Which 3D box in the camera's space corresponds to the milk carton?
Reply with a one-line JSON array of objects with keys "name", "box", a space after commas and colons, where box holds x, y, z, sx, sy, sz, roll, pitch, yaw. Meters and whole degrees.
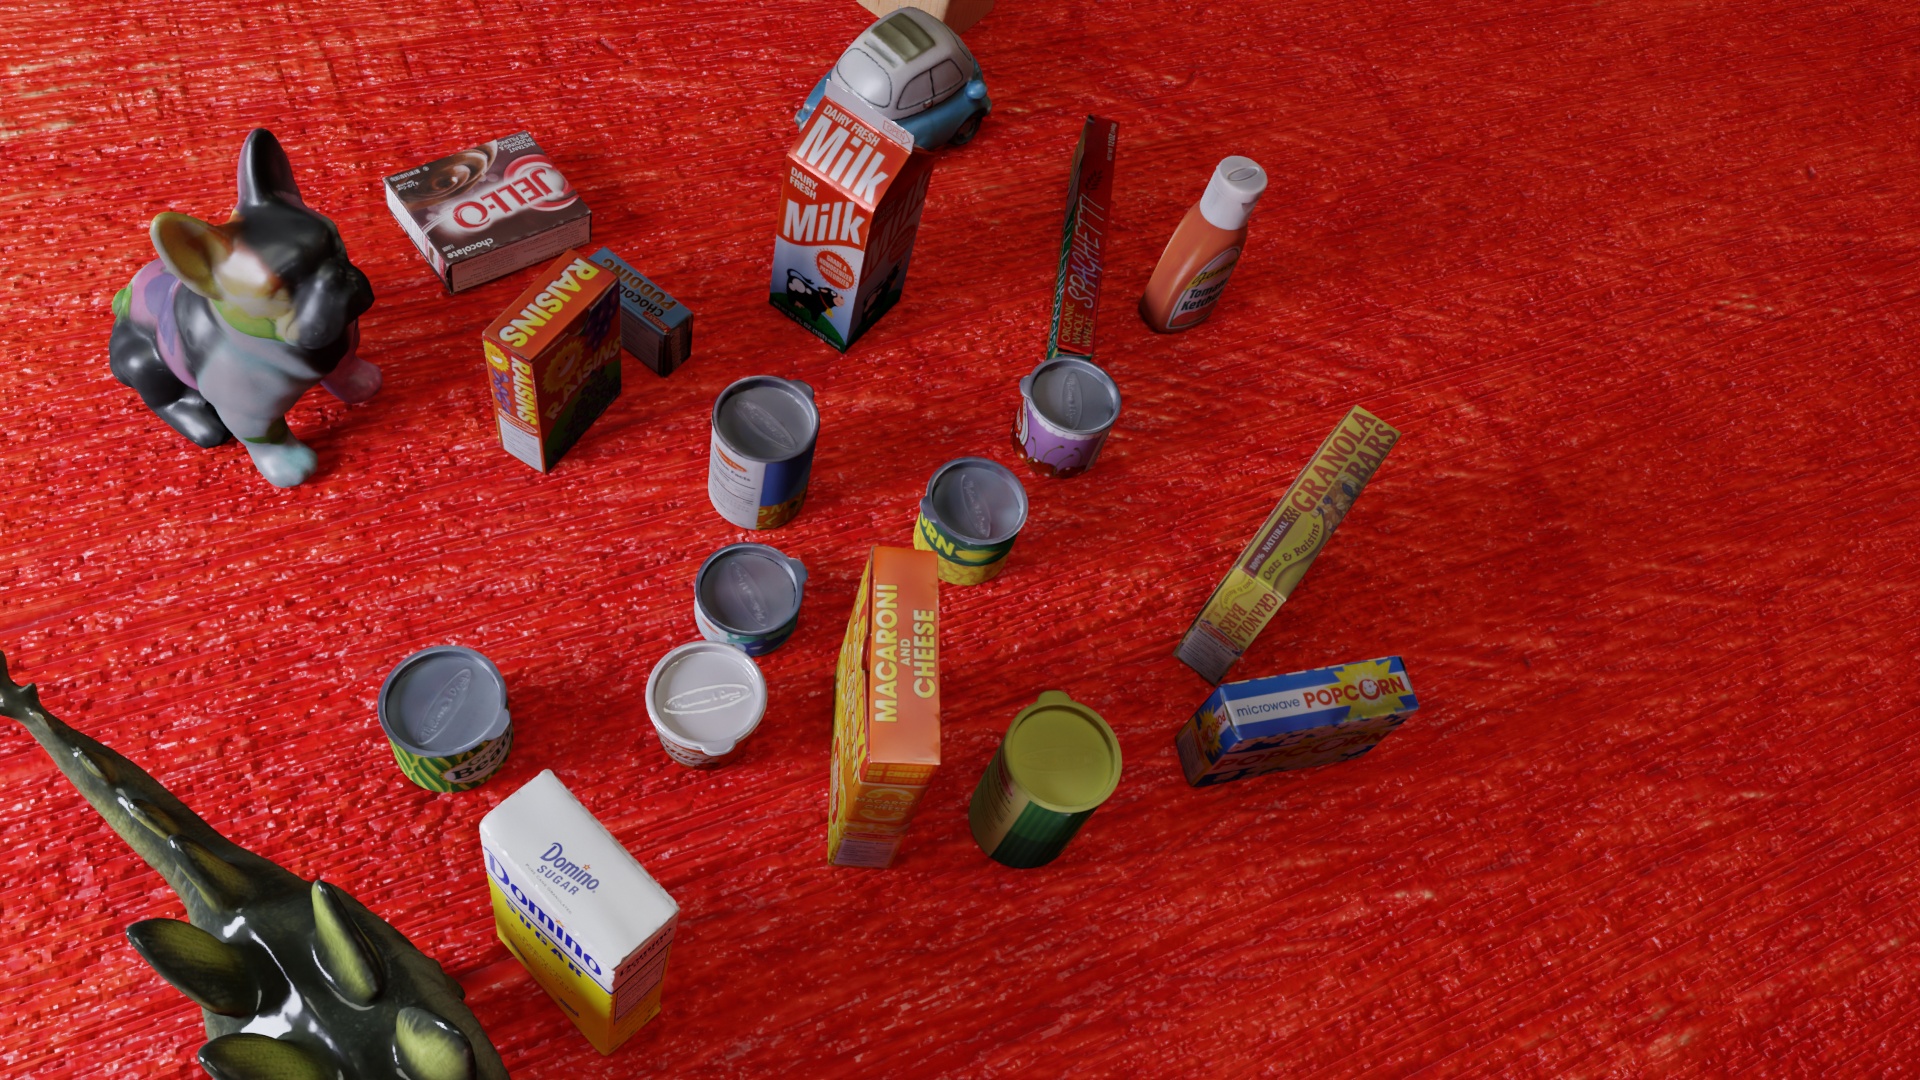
[{"name": "milk carton", "box": [-0.074, -0.222, 0.939, 0.072, 0.189, 0.074, 35, 59, 9]}]

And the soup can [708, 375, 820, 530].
[{"name": "soup can", "box": [-0.125, -0.056, 0.891, 0.071, 0.083, 0.071, 6, 59, -9]}]

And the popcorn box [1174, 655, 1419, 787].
[{"name": "popcorn box", "box": [0.207, 0.113, 0.862, 0.127, 0.084, 0.038, -7, 62, -17]}]

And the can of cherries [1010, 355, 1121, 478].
[{"name": "can of cherries", "box": [0.070, -0.086, 0.968, 0.071, 0.058, 0.072, 6, 59, -9]}]

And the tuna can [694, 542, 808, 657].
[{"name": "tuna can", "box": [-0.130, 0.036, 0.864, 0.071, 0.032, 0.071, 6, 58, -9]}]

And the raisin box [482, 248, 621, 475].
[{"name": "raisin box", "box": [-0.253, -0.110, 0.871, 0.040, 0.122, 0.086, 31, 58, 6]}]

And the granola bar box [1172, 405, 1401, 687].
[{"name": "granola bar box", "box": [0.211, 0.003, 0.906, 0.039, 0.123, 0.166, 36, 59, 10]}]

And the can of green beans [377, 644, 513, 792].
[{"name": "can of green beans", "box": [-0.285, 0.101, 0.775, 0.071, 0.057, 0.071, 6, 58, -9]}]

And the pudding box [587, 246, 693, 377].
[{"name": "pudding box", "box": [-0.224, -0.156, 0.949, 0.084, 0.049, 0.030, 37, 59, 10]}]

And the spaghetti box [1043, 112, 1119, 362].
[{"name": "spaghetti box", "box": [0.092, -0.222, 1.060, 0.029, 0.050, 0.251, 13, 58, -5]}]

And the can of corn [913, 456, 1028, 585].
[{"name": "can of corn", "box": [0.003, -0.011, 0.908, 0.071, 0.058, 0.071, 6, 59, -9]}]

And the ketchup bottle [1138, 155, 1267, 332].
[{"name": "ketchup bottle", "box": [0.180, -0.216, 1.017, 0.065, 0.148, 0.043, -24, 68, -24]}]

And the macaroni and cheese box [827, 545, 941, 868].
[{"name": "macaroni and cheese box", "box": [-0.045, 0.097, 0.767, 0.040, 0.165, 0.124, 5, 59, -10]}]

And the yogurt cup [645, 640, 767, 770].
[{"name": "yogurt cup", "box": [-0.148, 0.099, 0.809, 0.072, 0.053, 0.073, 6, 58, -9]}]

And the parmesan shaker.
[{"name": "parmesan shaker", "box": [0.046, 0.139, 0.799, 0.071, 0.102, 0.071, 6, 59, -9]}]
